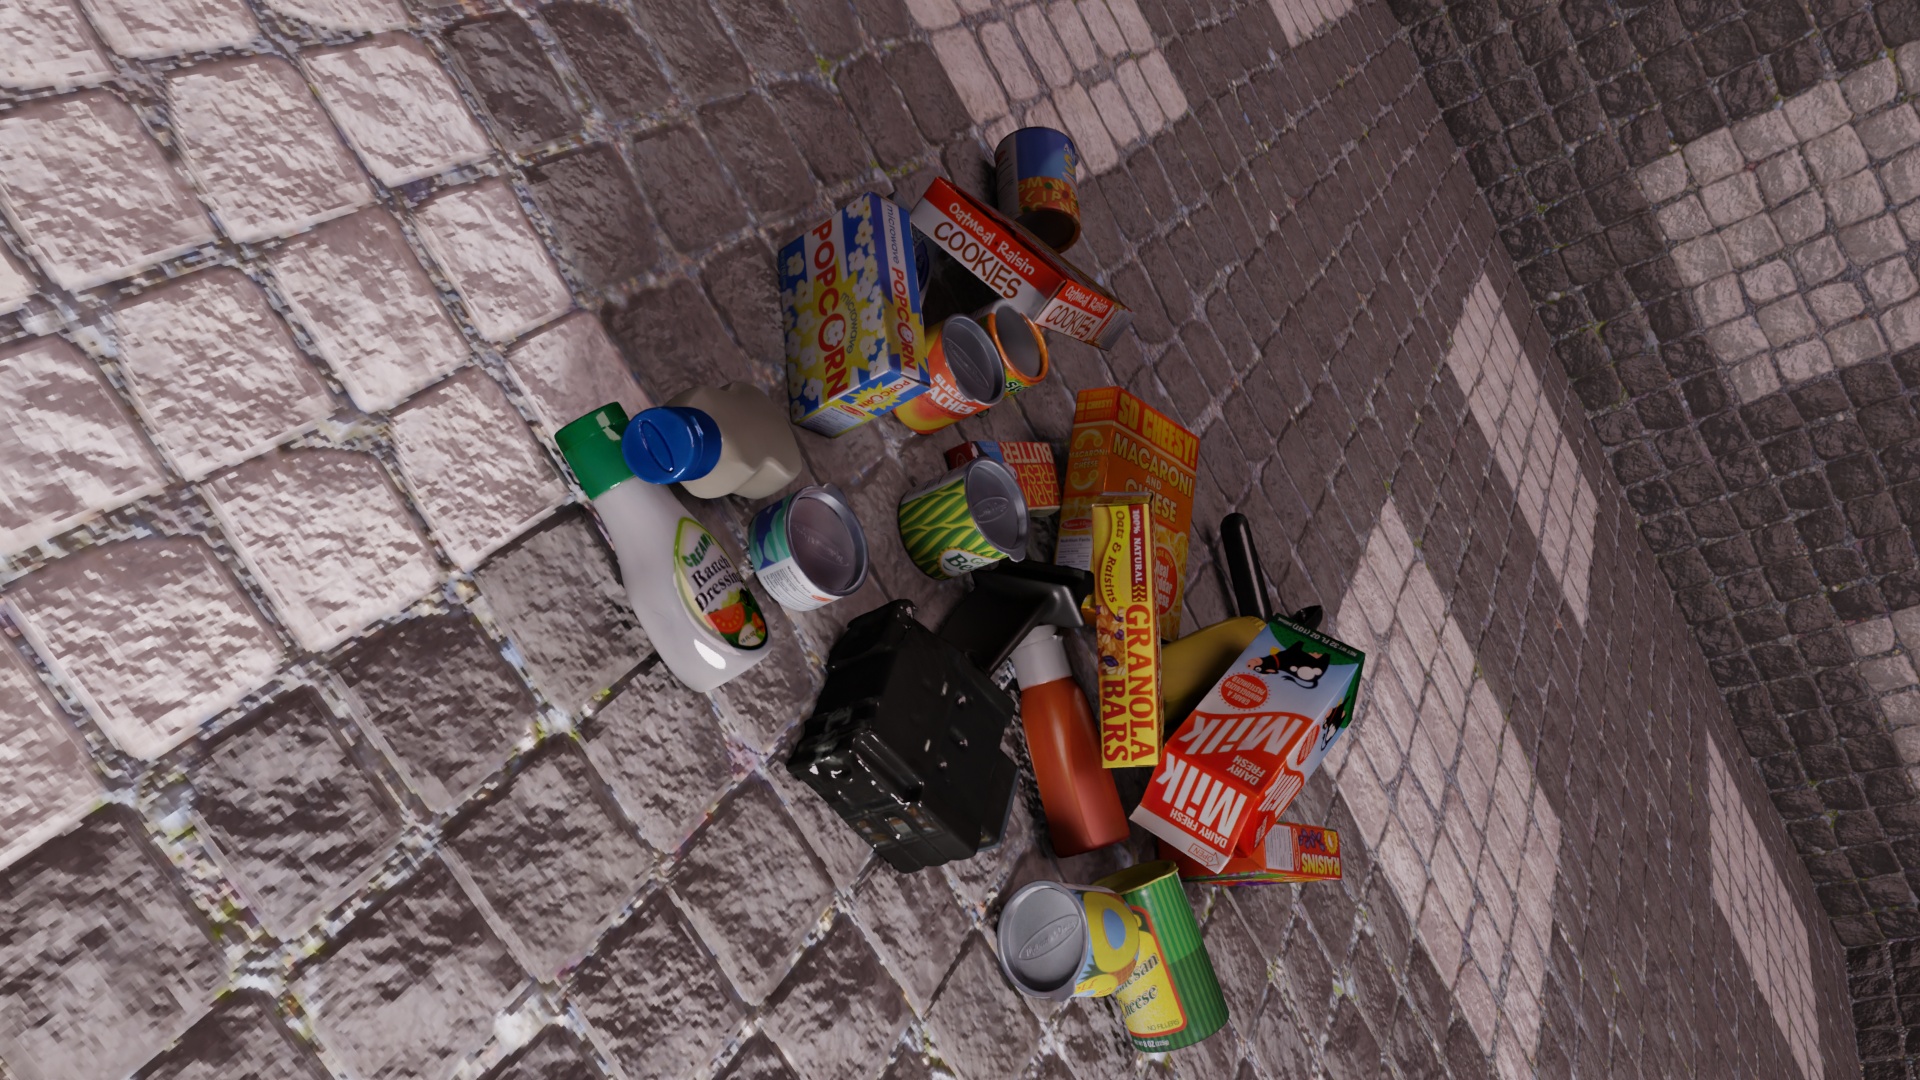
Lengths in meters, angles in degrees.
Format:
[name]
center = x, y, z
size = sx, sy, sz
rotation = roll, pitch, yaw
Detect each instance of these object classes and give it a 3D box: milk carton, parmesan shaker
[milk carton]
center = 0.196, 0.143, 0.945
size = 0.191, 0.072, 0.073
rotation = -41, 144, -33
[parmesan shaker]
center = 0.126, 0.265, 0.890
size = 0.071, 0.071, 0.103
rotation = -15, 83, -56

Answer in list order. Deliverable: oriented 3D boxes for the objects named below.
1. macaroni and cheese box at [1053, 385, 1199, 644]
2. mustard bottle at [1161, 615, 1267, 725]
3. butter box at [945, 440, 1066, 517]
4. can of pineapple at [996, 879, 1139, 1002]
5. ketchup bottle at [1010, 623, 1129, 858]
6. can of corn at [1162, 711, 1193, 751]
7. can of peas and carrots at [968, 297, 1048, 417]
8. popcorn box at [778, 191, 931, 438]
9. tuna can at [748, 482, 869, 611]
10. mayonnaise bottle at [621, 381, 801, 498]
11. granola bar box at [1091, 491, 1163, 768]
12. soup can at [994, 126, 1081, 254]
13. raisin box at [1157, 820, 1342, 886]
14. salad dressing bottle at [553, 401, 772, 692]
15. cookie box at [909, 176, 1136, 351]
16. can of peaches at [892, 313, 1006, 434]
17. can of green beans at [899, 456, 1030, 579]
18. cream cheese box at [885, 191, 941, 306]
[macaroni and cheese box]
center = 0.124, -0.016, 1.037
size = 0.123, 0.040, 0.167
rotation = 24, 69, -47
[mustard bottle]
center = 0.189, 0.090, 1.040
size = 0.161, 0.065, 0.049
rotation = -20, 66, -35
[butter box]
center = 0.034, -0.043, 0.985
size = 0.104, 0.024, 0.053
rotation = -5, 76, -54
[can of pineapple]
center = 0.065, 0.239, 0.826
size = 0.058, 0.071, 0.071
rotation = 21, 55, -47
[ketchup bottle]
center = 0.068, 0.130, 0.913
size = 0.065, 0.043, 0.149
rotation = 4, 67, -60
[can of corn]
center = 0.183, 0.157, 1.032
size = 0.071, 0.071, 0.058
rotation = -22, 88, -56
[can of peas and carrots]
center = 0.022, -0.129, 0.988
size = 0.071, 0.058, 0.071
rotation = 30, 49, -41
[popcorn box]
center = -0.067, -0.138, 0.850
size = 0.038, 0.085, 0.127
rotation = 17, 58, -47
[tuna can]
center = -0.086, 0.003, 0.789
size = 0.071, 0.032, 0.071
rotation = 30, 49, -41
[mayonnaise bottle]
center = -0.127, -0.050, 0.712
size = 0.065, 0.041, 0.148
rotation = 60, 12, 1
[granola bar box]
center = 0.111, 0.053, 0.911
size = 0.124, 0.039, 0.165
rotation = -30, 118, -80
[soup can]
center = 0.065, -0.280, 1.123
size = 0.071, 0.071, 0.084
rotation = 26, 52, -44
[raisin box]
center = 0.212, 0.229, 1.013
size = 0.123, 0.086, 0.040
rotation = 20, 62, -47
[salad dressing bottle]
center = -0.149, 0.003, 0.693
size = 0.147, 0.044, 0.064
rotation = 60, 27, -7
[cookie box]
center = 0.049, -0.196, 0.999
size = 0.123, 0.040, 0.167
rotation = 42, 15, 17
[can of peaches]
center = -0.013, -0.109, 0.930
size = 0.071, 0.058, 0.071
rotation = 30, 49, -42
[can of green beans]
center = 0.003, -0.013, 0.895
size = 0.071, 0.057, 0.071
rotation = 30, 48, -41
[cream cheese box]
center = -0.046, -0.190, 0.962
size = 0.053, 0.024, 0.104
rotation = 44, 41, -29
